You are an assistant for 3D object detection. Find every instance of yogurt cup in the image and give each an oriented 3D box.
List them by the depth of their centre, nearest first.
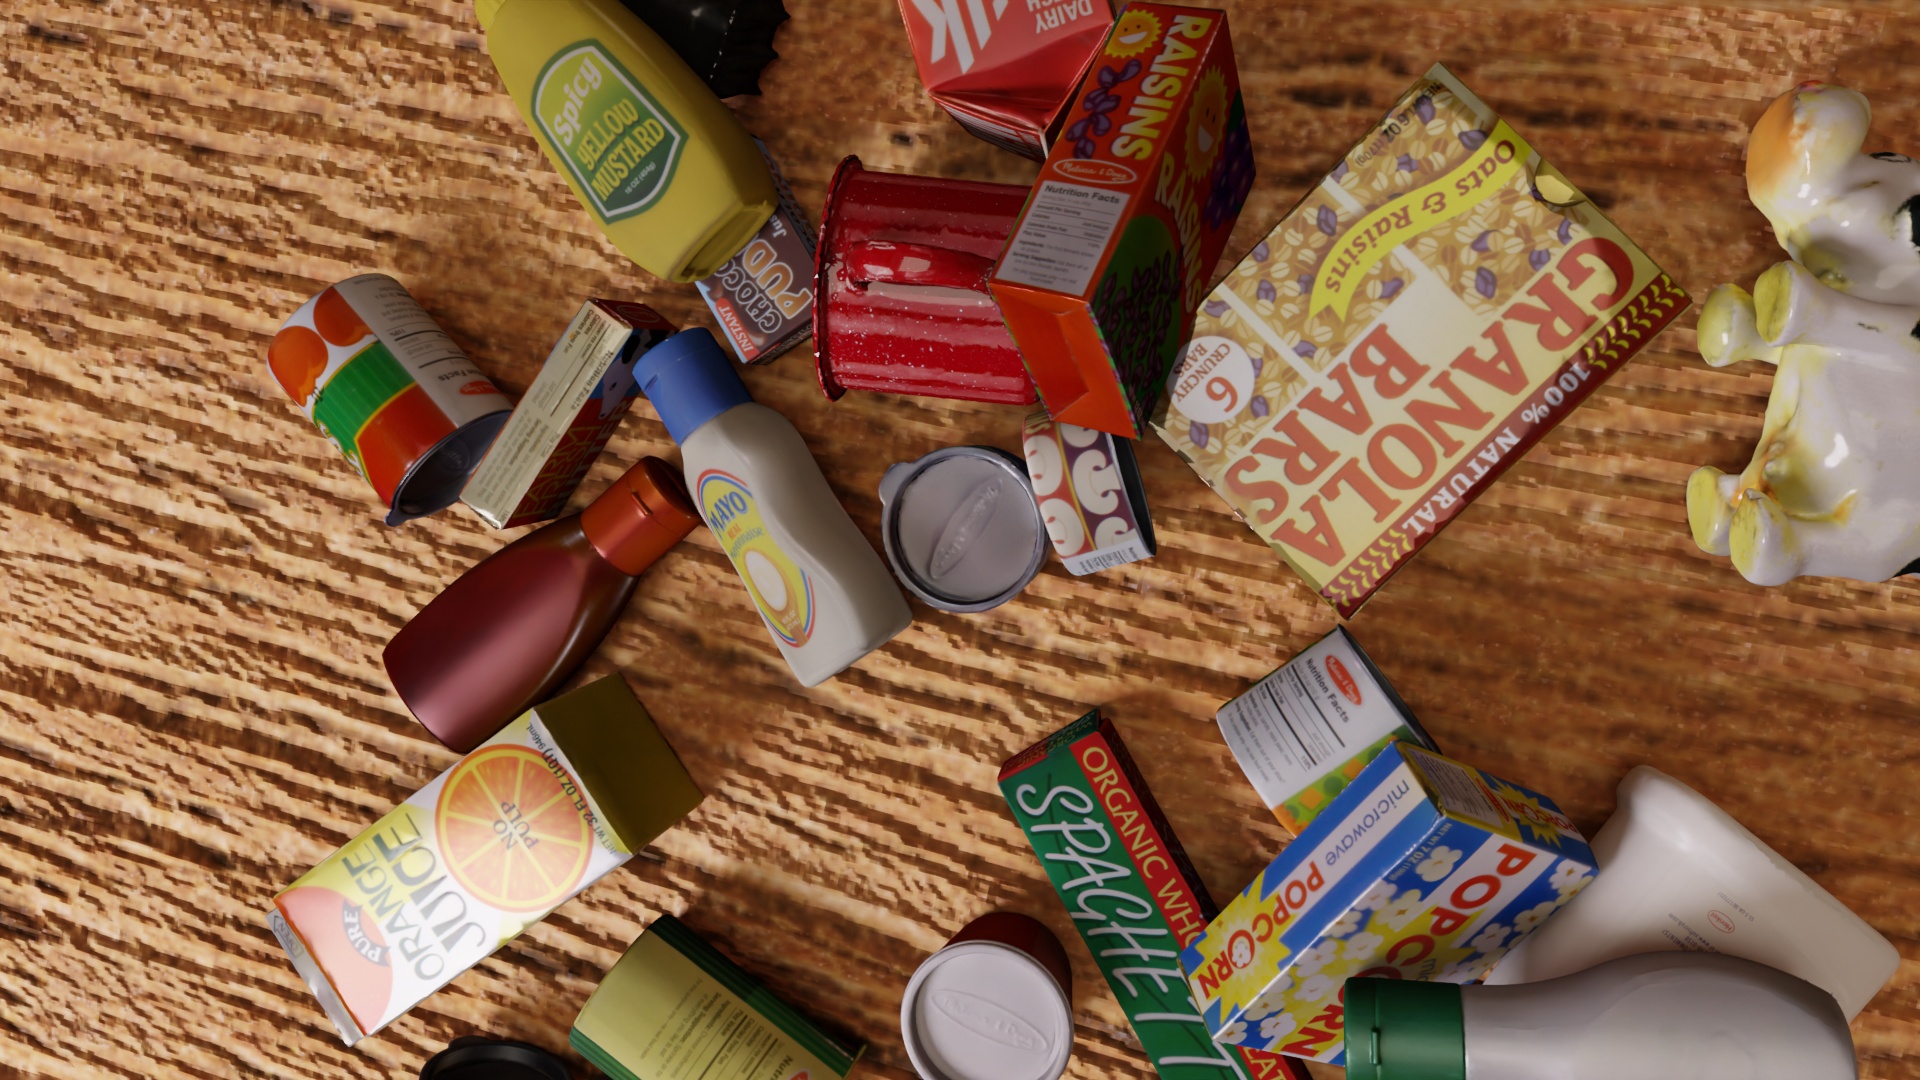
[{"bbox_3d":[0.015,0.185,0.559,0.072,0.054,0.072,1,95,12],"label":"yogurt cup"}]

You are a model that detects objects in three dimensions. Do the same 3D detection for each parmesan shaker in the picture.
[{"bbox_3d":[-0.101,0.211,0.581,0.103,0.071,0.071,35,101,8],"label":"parmesan shaker"}]

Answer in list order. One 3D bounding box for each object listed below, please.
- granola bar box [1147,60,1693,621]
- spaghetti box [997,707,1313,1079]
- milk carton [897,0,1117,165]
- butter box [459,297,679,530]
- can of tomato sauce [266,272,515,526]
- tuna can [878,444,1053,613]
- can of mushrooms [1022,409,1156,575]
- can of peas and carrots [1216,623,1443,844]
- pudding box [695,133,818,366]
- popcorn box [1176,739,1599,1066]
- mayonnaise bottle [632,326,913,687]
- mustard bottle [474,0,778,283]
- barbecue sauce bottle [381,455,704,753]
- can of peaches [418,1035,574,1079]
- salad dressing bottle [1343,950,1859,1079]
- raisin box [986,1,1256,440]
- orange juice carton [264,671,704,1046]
[{"bbox_3d":[0.158,-0.071,0.516,0.124,0.039,0.165,45,102,5],"label":"granola bar box"},{"bbox_3d":[0.096,0.189,0.556,0.050,0.029,0.250,-30,89,12],"label":"spaghetti box"},{"bbox_3d":[0.012,-0.222,0.517,0.073,0.072,0.190,-16,90,13],"label":"milk carton"},{"bbox_3d":[-0.162,-0.053,0.577,0.024,0.053,0.103,37,102,4],"label":"butter box"},{"bbox_3d":[-0.239,-0.059,0.585,0.071,0.071,0.083,-45,85,12],"label":"can of tomato sauce"},{"bbox_3d":[0.002,-0.007,0.557,0.071,0.033,0.071,1,95,12],"label":"tuna can"},{"bbox_3d":[0.049,-0.024,0.529,0.033,0.071,0.071,-17,91,14],"label":"can of mushrooms"},{"bbox_3d":[0.139,0.075,0.520,0.058,0.071,0.071,-37,87,13],"label":"can of peas and carrots"},{"bbox_3d":[-0.086,-0.119,0.567,0.049,0.030,0.083,-31,88,14],"label":"pudding box"},{"bbox_3d":[0.152,0.135,0.500,0.085,0.038,0.126,21,119,-29],"label":"popcorn box"},{"bbox_3d":[-0.079,-0.015,0.561,0.148,0.041,0.064,57,141,4],"label":"mayonnaise bottle"},{"bbox_3d":[-0.140,-0.173,0.530,0.065,0.049,0.160,-41,87,21],"label":"mustard bottle"},{"bbox_3d":[-0.174,0.024,0.591,0.148,0.044,0.065,-40,86,11],"label":"barbecue sauce bottle"},{"bbox_3d":[-0.208,0.261,0.607,0.071,0.071,0.058,15,98,10],"label":"can of peaches"},{"bbox_3d":[0.201,0.164,0.450,0.147,0.044,0.064,-2,84,17],"label":"salad dressing bottle"},{"bbox_3d":[0.060,-0.110,0.482,0.040,0.086,0.124,16,70,27],"label":"raisin box"},{"bbox_3d":[-0.214,0.142,0.593,0.192,0.073,0.072,-35,88,13],"label":"orange juice carton"}]
